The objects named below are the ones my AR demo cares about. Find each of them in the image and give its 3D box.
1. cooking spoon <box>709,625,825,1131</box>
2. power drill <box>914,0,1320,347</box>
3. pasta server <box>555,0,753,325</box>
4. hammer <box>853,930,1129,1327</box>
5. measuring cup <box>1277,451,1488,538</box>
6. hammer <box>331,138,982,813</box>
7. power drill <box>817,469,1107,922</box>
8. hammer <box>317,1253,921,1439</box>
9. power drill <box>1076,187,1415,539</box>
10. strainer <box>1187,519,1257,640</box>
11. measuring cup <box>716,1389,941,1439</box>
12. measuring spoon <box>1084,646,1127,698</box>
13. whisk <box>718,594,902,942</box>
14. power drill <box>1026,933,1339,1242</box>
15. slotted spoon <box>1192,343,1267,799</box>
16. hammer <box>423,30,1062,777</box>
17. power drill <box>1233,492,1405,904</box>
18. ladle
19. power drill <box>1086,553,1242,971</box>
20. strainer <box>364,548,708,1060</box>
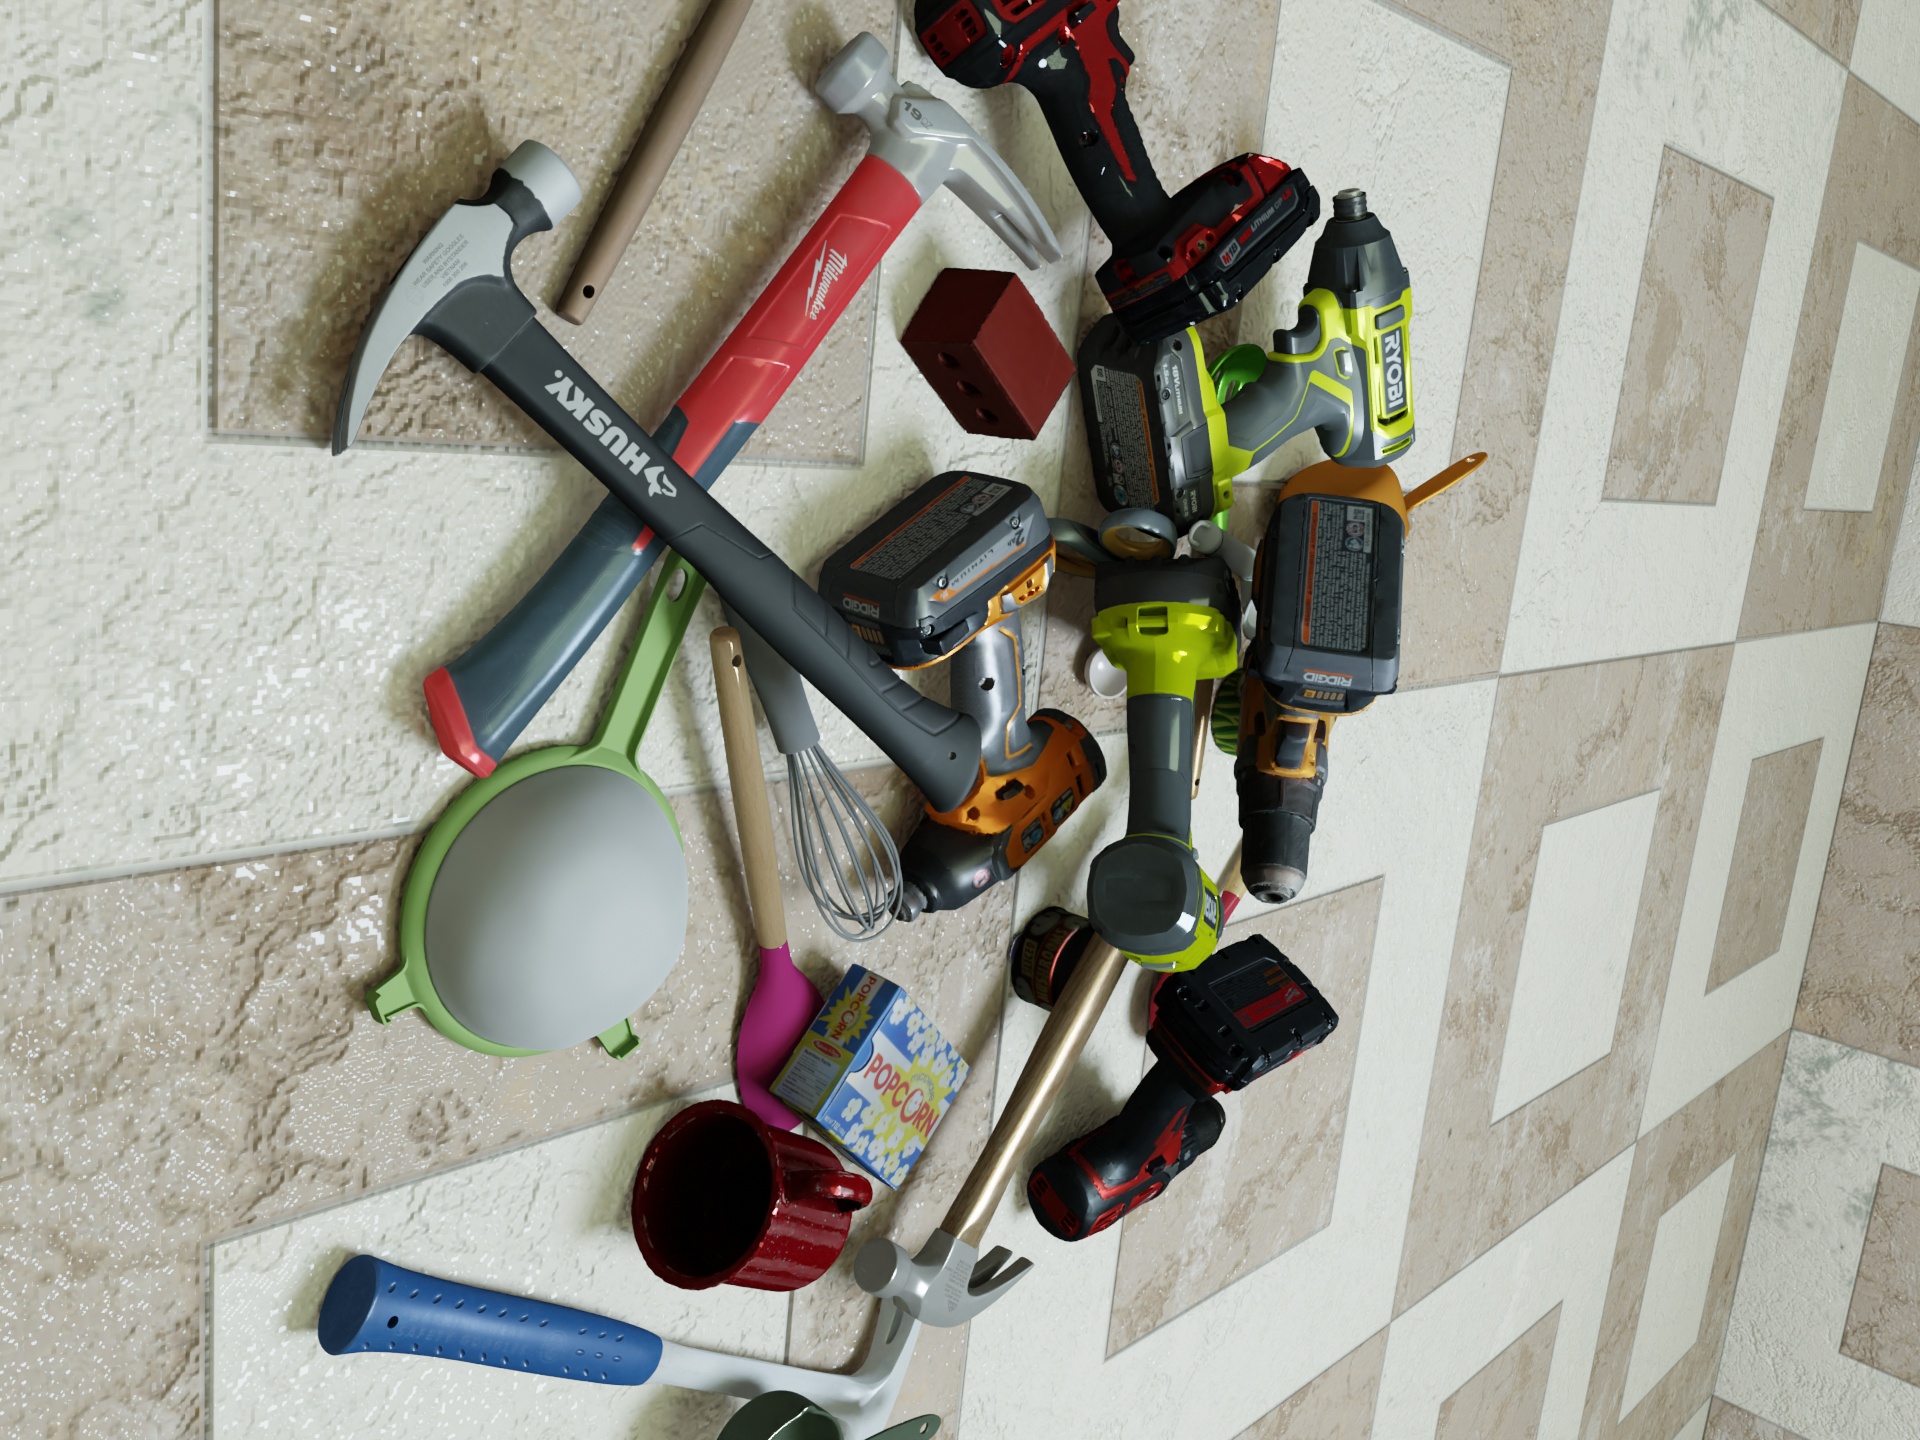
[{"bbox_3d":[-0.100,0.094,0.824,0.069,0.017,0.318,-32,130,-38],"label":"cooking spoon"},{"bbox_3d":[0.086,-0.323,0.834,0.219,0.078,0.143,51,62,-18],"label":"power drill"},{"bbox_3d":[-0.099,-0.314,0.700,0.060,0.040,0.316,31,80,-36],"label":"pasta server"},{"bbox_3d":[0.055,0.218,0.990,0.129,0.031,0.331,46,68,-45],"label":"hammer"},{"bbox_3d":[0.302,-0.170,1.127,0.173,0.095,0.052,-30,120,-13],"label":"measuring cup"},{"bbox_3d":[-0.110,-0.073,0.686,0.334,0.035,0.146,45,71,-24],"label":"hammer"},{"bbox_3d":[-0.001,-0.003,0.876,0.164,0.084,0.226,-42,134,-31],"label":"power drill"},{"bbox_3d":[-0.156,0.334,0.843,0.405,0.035,0.144,38,74,-47],"label":"hammer"},{"bbox_3d":[0.185,-0.216,0.976,0.223,0.080,0.171,-26,121,-25],"label":"power drill"},{"bbox_3d":[0.186,-0.100,1.015,0.087,0.050,0.258,-53,157,12],"label":"strainer"},{"bbox_3d":[-0.076,0.409,0.901,0.167,0.038,0.083,11,94,-51],"label":"measuring cup"},{"bbox_3d":[0.122,-0.058,1.031,0.124,0.018,0.034,-41,116,-25],"label":"measuring spoon"},{"bbox_3d":[-0.080,0.009,0.810,0.055,0.055,0.238,-35,118,-36],"label":"whisk"},{"bbox_3d":[0.158,0.250,1.078,0.188,0.080,0.226,-12,142,-46],"label":"power drill"},{"bbox_3d":[0.167,-0.095,1.072,0.070,0.031,0.313,-12,113,-40],"label":"slotted spoon"},{"bbox_3d":[-0.100,-0.129,0.730,0.143,0.038,0.386,40,74,-23],"label":"hammer"},{"bbox_3d":[0.206,-0.006,0.962,0.226,0.084,0.185,87,12,-63],"label":"power drill"},{"bbox_3d":[0.215,0.109,1.188,0.315,0.031,0.069,-58,146,-21],"label":"ladle"},{"bbox_3d":[0.123,0.034,0.936,0.190,0.080,0.229,41,50,-69],"label":"power drill"},{"bbox_3d":[-0.152,0.042,0.728,0.151,0.069,0.256,25,85,-48],"label":"strainer"}]
